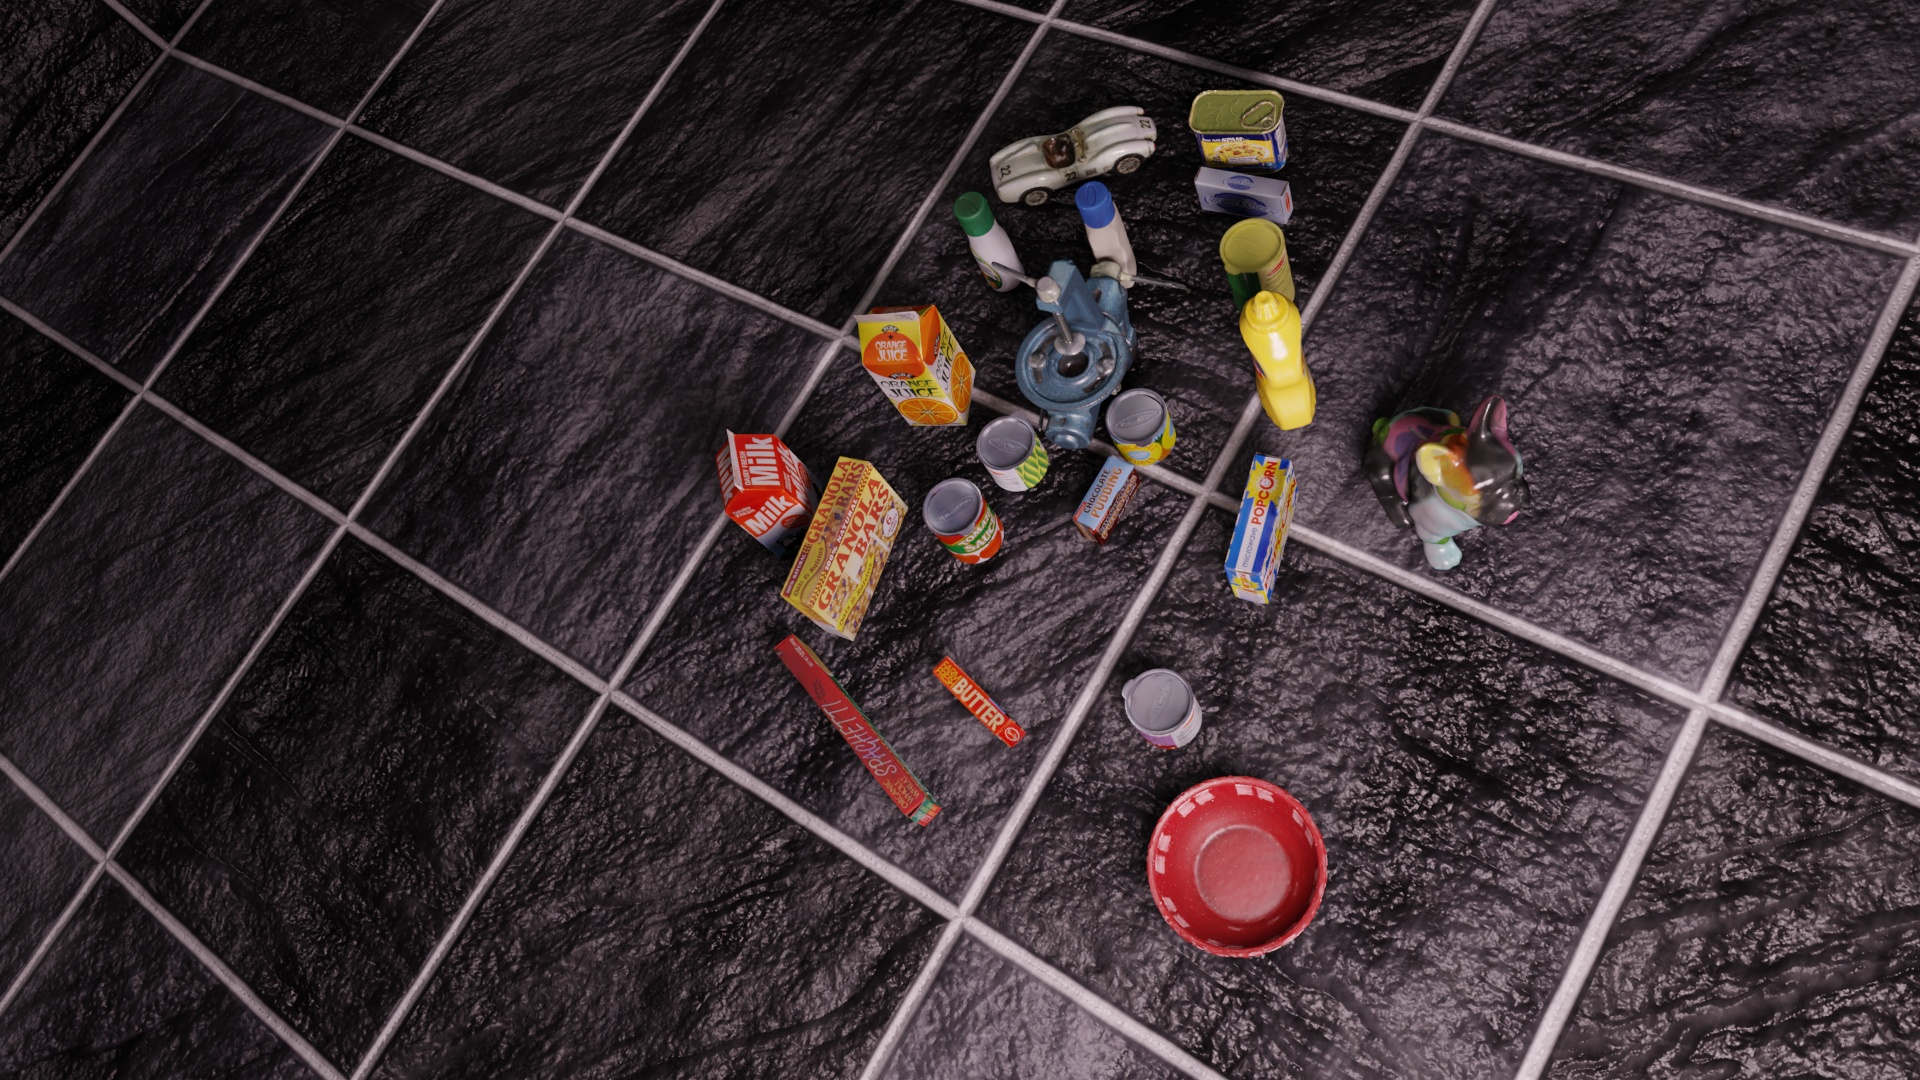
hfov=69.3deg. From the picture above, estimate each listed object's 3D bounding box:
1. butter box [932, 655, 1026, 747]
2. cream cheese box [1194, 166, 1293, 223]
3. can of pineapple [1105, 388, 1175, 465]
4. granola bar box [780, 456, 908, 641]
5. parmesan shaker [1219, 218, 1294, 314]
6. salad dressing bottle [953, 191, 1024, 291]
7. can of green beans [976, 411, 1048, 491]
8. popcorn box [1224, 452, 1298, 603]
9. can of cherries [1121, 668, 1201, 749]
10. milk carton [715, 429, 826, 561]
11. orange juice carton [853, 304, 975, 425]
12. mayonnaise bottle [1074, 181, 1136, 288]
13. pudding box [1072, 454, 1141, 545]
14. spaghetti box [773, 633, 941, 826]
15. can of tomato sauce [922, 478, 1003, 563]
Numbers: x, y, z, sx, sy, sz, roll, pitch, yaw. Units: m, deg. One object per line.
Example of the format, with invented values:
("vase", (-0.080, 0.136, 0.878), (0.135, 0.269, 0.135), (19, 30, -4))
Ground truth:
("butter box", (0.018, 0.165, 1.415), (0.024, 0.053, 0.104), (-46, 61, -3))
("cream cheese box", (0.316, -0.386, 1.553), (0.104, 0.053, 0.024), (18, 75, 25))
("can of pineapple", (0.192, -0.118, 1.476), (0.071, 0.057, 0.071), (-7, 65, 16))
("granola bar box", (-0.123, 0.009, 1.492), (0.039, 0.124, 0.166), (14, 73, 24))
("parmesan shaker", (0.315, -0.285, 1.480), (0.071, 0.103, 0.071), (-7, 66, 17))
("salad dressing bottle", (0.032, -0.340, 1.578), (0.044, 0.147, 0.064), (-40, 61, 0))
("can of green beans", (0.057, -0.094, 1.513), (0.071, 0.057, 0.071), (-7, 65, 16))
("popcorn box", (0.299, -0.011, 1.375), (0.038, 0.085, 0.127), (11, 72, 23))
("can of cherries", (0.196, 0.163, 1.350), (0.071, 0.058, 0.072), (-7, 65, 16))
("milk carton", (-0.206, -0.052, 1.510), (0.073, 0.190, 0.072), (-20, 63, 11))
("orange juice carton", (-0.049, -0.199, 1.519), (0.072, 0.192, 0.073), (1, 68, 20))
("mayonnaise bottle", (0.160, -0.338, 1.532), (0.041, 0.147, 0.065), (-10, 65, 16))
("pudding box", (0.154, -0.042, 1.460), (0.030, 0.049, 0.084), (27, 78, 27))
("spaghetti box", (-0.109, 0.195, 1.448), (0.029, 0.050, 0.251), (-43, 61, -2))
("can of tomato sauce", (0.005, -0.019, 1.483), (0.071, 0.083, 0.071), (-7, 65, 16))
